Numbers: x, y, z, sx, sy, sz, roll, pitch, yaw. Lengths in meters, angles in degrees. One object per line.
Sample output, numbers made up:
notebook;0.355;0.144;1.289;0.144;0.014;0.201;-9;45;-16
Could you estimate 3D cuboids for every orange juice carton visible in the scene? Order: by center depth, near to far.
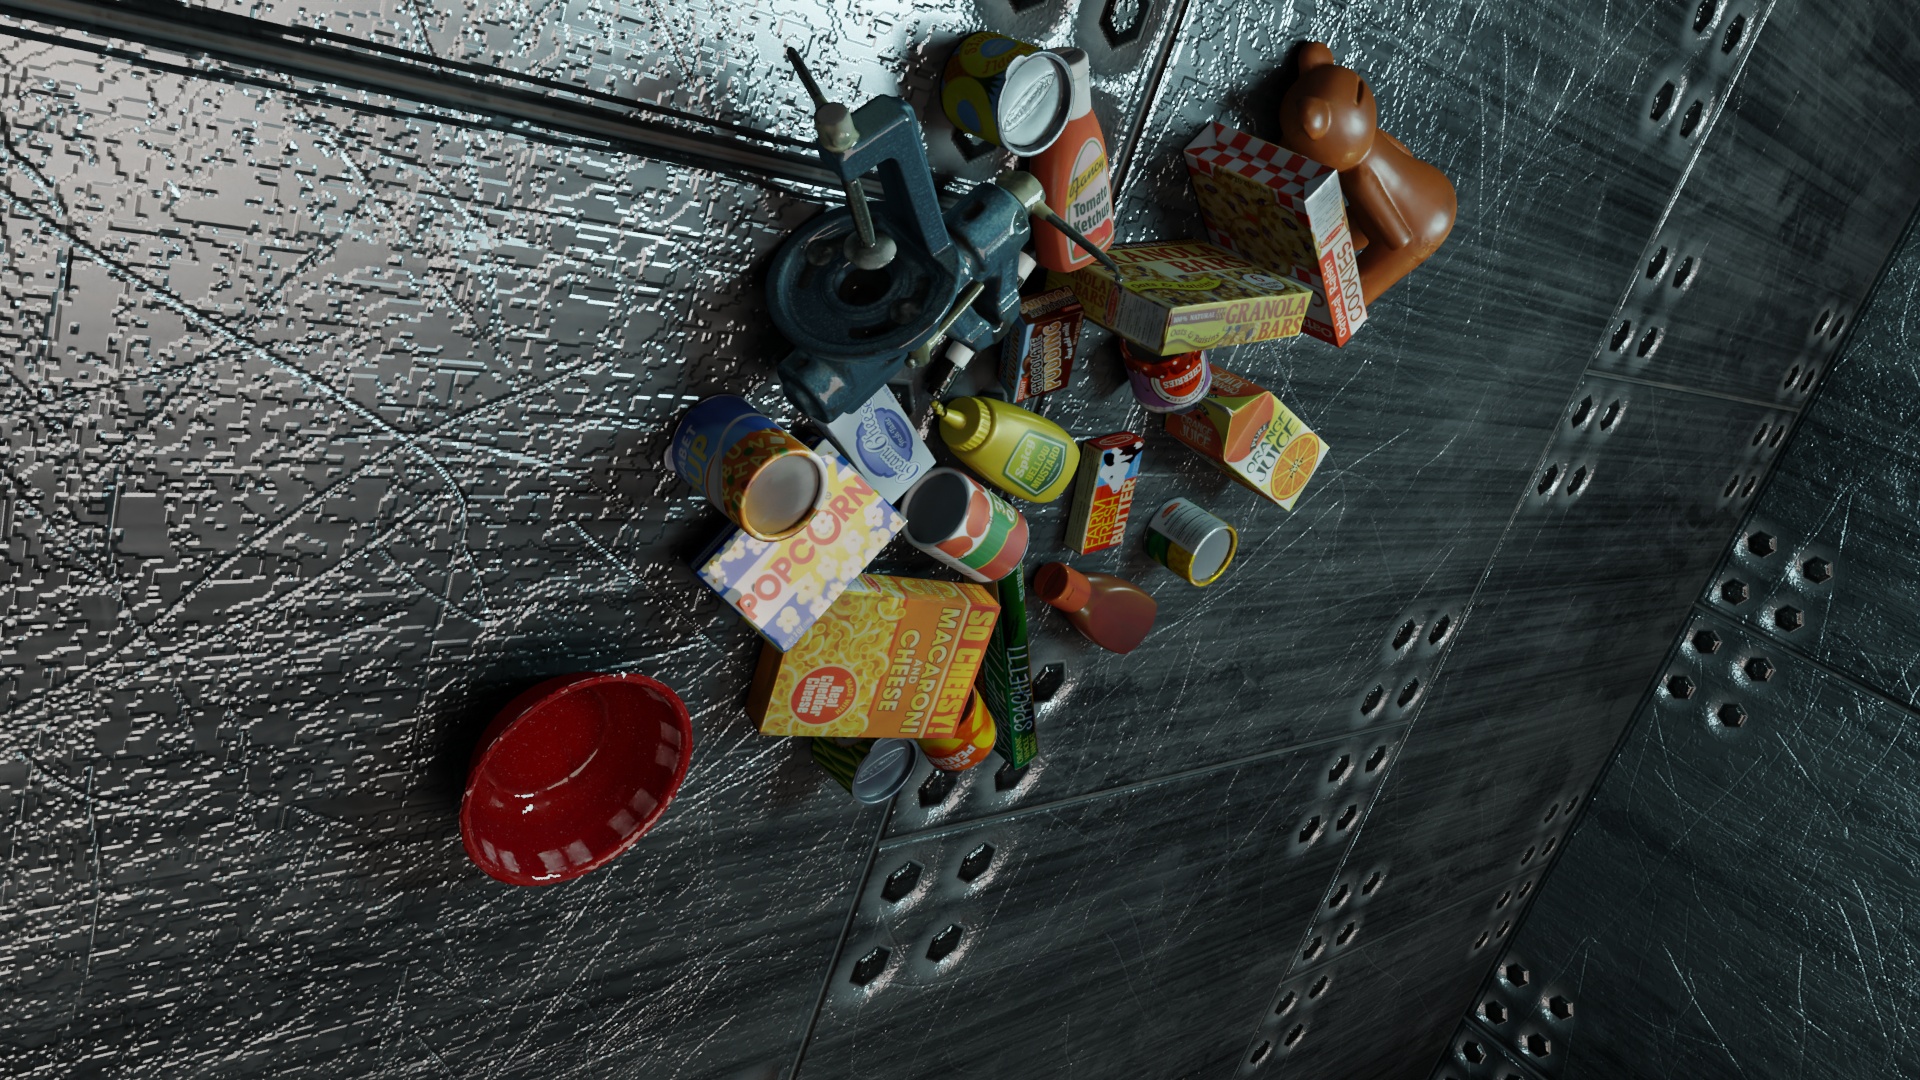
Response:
orange juice carton;0.250;-0.098;1.240;0.192;0.072;0.073;26;97;-52

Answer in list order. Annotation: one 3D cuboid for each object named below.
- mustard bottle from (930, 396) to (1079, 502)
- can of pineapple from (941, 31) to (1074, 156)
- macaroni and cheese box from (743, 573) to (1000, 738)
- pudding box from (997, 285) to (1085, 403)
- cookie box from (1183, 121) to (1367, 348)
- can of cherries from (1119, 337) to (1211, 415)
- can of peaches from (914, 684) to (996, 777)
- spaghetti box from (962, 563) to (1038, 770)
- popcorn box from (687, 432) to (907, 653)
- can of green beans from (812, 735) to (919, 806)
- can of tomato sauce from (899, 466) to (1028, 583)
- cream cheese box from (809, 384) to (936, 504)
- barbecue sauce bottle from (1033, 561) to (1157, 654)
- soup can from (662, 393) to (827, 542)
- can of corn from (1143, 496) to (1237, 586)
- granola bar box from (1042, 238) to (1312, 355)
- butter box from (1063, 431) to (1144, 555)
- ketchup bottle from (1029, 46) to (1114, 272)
mustard bottle;0.028;-0.074;1.047;0.160;0.049;0.065;20;101;-51
can of pineapple;0.030;-0.287;0.887;0.071;0.058;0.070;-26;133;-31
macaroni and cheese box;-0.066;0.087;1.046;0.167;0.040;0.123;6;113;-32
pudding box;0.058;-0.144;1.020;0.050;0.030;0.083;-17;147;-19
cookie box;0.250;-0.238;1.096;0.040;0.123;0.167;-45;141;-10
can of cherries;0.167;-0.145;1.121;0.072;0.071;0.058;-42;140;-15
can of peaches;-0.009;0.153;1.159;0.071;0.071;0.057;-42;139;-15
spaghetti box;0.035;0.097;1.179;0.029;0.050;0.248;-30;136;-25
popcorn box;-0.110;0.002;0.942;0.127;0.038;0.085;-48;110;-9
can of green beans;-0.076;0.168;1.110;0.071;0.058;0.071;-26;134;-31
can of tomato sauce;0.004;-0.013;1.054;0.071;0.071;0.083;-56;141;2
cream cheese box;-0.061;-0.072;0.979;0.053;0.024;0.103;-45;140;-9
barbecue sauce bottle;0.119;0.056;1.242;0.148;0.044;0.065;27;96;-51
soup can;-0.135;-0.045;0.874;0.071;0.084;0.071;-26;134;-30
can of corn;0.214;0.003;1.287;0.071;0.058;0.070;-26;133;-31
granola bar box;0.164;-0.186;1.045;0.166;0.124;0.038;-14;127;-39
butter box;0.123;-0.041;1.189;0.053;0.024;0.103;-16;127;-37
ketchup bottle;0.074;-0.264;0.961;0.065;0.043;0.148;-39;139;-29
